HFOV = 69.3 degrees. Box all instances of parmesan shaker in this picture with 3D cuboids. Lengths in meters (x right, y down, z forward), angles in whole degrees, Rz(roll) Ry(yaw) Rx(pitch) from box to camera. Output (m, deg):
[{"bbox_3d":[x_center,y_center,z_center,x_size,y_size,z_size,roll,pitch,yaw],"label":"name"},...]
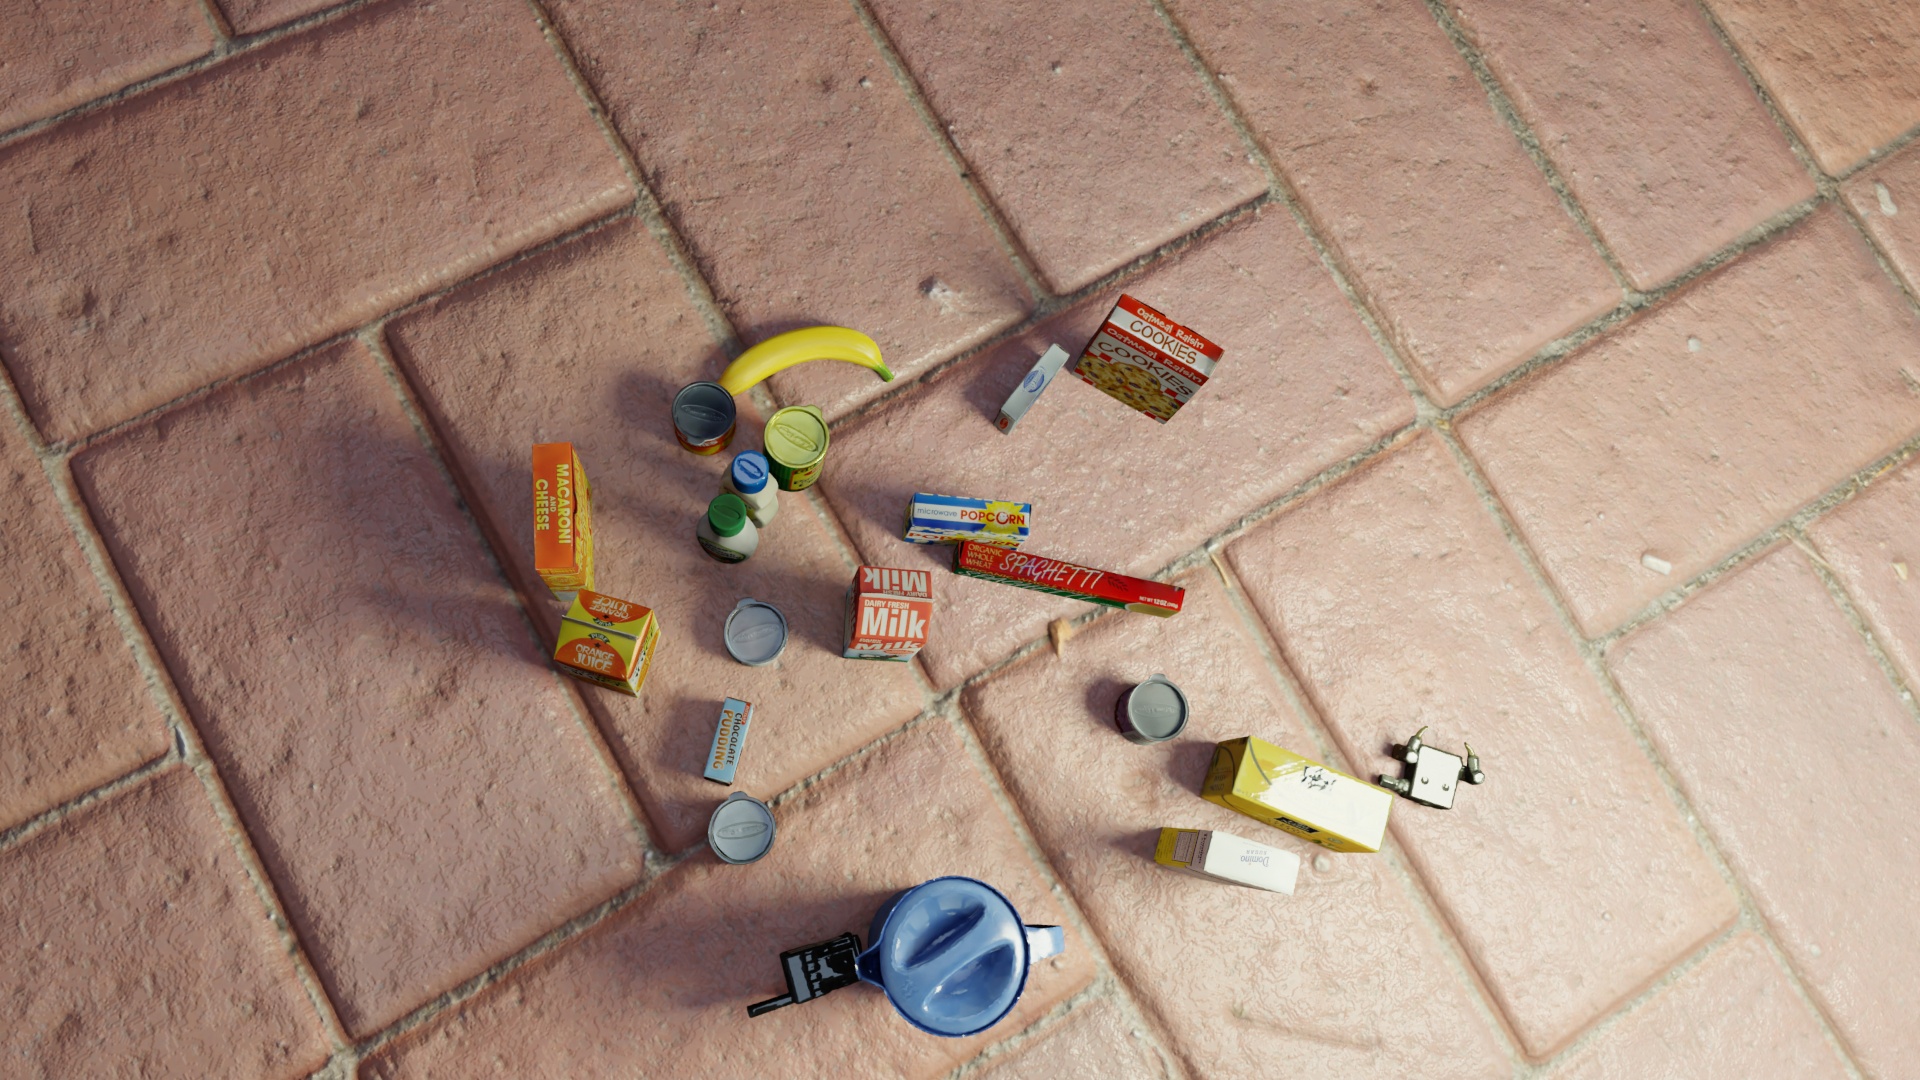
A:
[{"bbox_3d":[-0.172,-0.096,1.455,0.071,0.103,0.071,2,77,-9],"label":"parmesan shaker"}]

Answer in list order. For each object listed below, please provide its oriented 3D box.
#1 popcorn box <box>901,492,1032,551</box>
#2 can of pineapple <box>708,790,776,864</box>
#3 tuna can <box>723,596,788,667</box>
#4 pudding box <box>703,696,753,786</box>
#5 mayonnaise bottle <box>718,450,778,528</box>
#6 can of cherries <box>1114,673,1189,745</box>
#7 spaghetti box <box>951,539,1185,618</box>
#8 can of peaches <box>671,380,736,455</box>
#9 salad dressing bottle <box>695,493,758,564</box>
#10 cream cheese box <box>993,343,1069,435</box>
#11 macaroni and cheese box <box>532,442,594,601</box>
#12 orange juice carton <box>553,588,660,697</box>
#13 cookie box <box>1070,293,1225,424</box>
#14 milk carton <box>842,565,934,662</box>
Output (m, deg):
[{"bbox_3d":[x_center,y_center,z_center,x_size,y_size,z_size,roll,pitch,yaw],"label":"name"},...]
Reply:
[{"bbox_3d":[0.005,-0.018,1.474,0.127,0.085,0.038,5,76,-8],"label":"popcorn box"},{"bbox_3d":[-0.216,0.287,1.379,0.071,0.057,0.071,2,77,-9],"label":"can of pineapple"},{"bbox_3d":[-0.213,0.095,1.439,0.071,0.032,0.071,2,76,-9],"label":"tuna can"},{"bbox_3d":[-0.234,0.203,1.400,0.030,0.049,0.084,15,75,-5],"label":"pudding box"},{"bbox_3d":[-0.215,-0.055,1.414,0.065,0.147,0.041,35,74,0],"label":"mayonnaise bottle"},{"bbox_3d":[0.202,0.180,1.472,0.071,0.058,0.071,2,77,-9],"label":"can of cherries"},{"bbox_3d":[0.114,0.042,1.495,0.250,0.050,0.029,12,76,-6],"label":"spaghetti box"},{"bbox_3d":[-0.272,-0.126,1.469,0.071,0.058,0.071,2,77,-9],"label":"can of peaches"},{"bbox_3d":[-0.235,-0.013,1.401,0.064,0.147,0.044,23,75,-3],"label":"salad dressing bottle"},{"bbox_3d":[0.077,-0.167,1.538,0.024,0.053,0.104,38,74,1],"label":"cream cheese box"},{"bbox_3d":[-0.389,-0.015,1.367,0.040,0.166,0.124,-3,78,-10],"label":"macaroni and cheese box"},{"bbox_3d":[-0.338,0.098,1.335,0.072,0.192,0.073,18,75,-5],"label":"orange juice carton"},{"bbox_3d":[0.200,-0.194,1.505,0.123,0.167,0.040,29,75,-2],"label":"cookie box"},{"bbox_3d":[-0.073,0.072,1.385,0.072,0.190,0.073,5,77,-8],"label":"milk carton"}]
